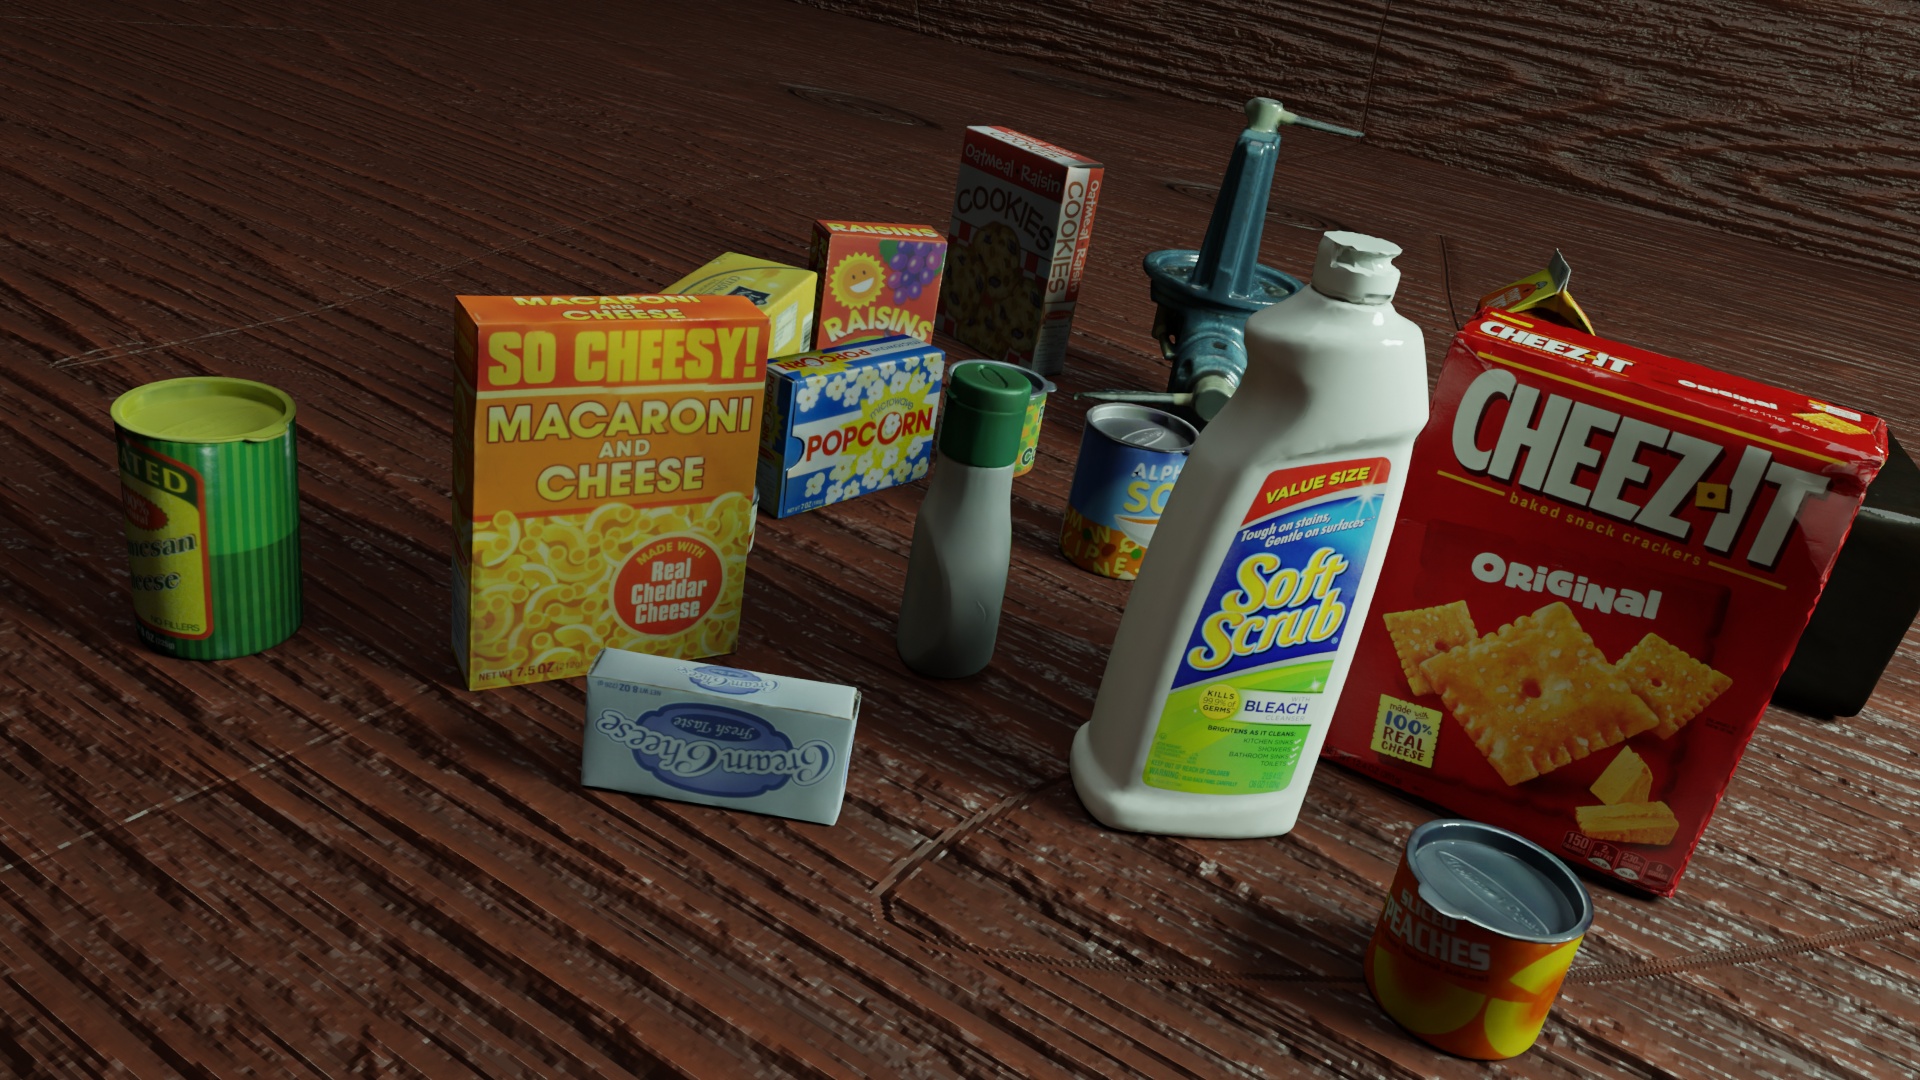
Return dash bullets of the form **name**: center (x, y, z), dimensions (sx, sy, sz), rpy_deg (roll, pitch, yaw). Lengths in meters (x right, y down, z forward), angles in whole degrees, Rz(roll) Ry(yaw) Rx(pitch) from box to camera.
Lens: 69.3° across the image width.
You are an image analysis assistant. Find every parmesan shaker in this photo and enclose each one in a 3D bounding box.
- **parmesan shaker**: center (-0.312, -0.008, 0.583), dimensions (0.071, 0.102, 0.071), rpy_deg (9, 26, -4)

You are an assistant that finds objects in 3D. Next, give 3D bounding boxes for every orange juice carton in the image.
- **orange juice carton**: center (0.355, -0.089, 0.896), dimensions (0.073, 0.191, 0.072), rpy_deg (16, 26, 11)

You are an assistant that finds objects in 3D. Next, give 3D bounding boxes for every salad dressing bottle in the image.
- **salad dressing bottle**: center (0.002, -0.008, 0.650), dimensions (0.044, 0.147, 0.064), rpy_deg (0, 27, -20)

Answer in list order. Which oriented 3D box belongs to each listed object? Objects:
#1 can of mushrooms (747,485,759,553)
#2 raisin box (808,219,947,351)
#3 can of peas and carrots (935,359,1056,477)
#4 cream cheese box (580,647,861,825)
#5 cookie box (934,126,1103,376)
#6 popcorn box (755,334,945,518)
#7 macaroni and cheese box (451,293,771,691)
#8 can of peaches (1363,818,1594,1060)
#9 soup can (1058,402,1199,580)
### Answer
- **can of mushrooms**: center (-0.141, -0.015, 0.741), dimensions (0.071, 0.033, 0.071), rpy_deg (8, 26, -4)
- **raisin box**: center (-0.062, -0.153, 0.948), dimensions (0.086, 0.122, 0.040), rpy_deg (-2, 28, -24)
- **can of peas and carrots**: center (0.022, -0.079, 0.904), dimensions (0.071, 0.058, 0.071), rpy_deg (8, 26, -4)
- **cream cheese box**: center (-0.094, 0.078, 0.547), dimensions (0.104, 0.053, 0.024), rpy_deg (9, 25, -2)
- **cookie box**: center (0.043, -0.228, 1.091), dimensions (0.040, 0.166, 0.123), rpy_deg (-12, 33, -38)
- **popcorn box**: center (-0.068, -0.070, 0.821), dimensions (0.038, 0.084, 0.127), rpy_deg (29, 31, 33)
- **macaroni and cheese box**: center (-0.153, -0.023, 0.600), dimensions (0.124, 0.165, 0.040), rpy_deg (-6, 30, -31)
- **can of peaches**: center (0.186, 0.146, 0.508), dimensions (0.071, 0.057, 0.071), rpy_deg (8, 26, -4)
- **soup can**: center (0.098, -0.027, 0.798), dimensions (0.071, 0.083, 0.071), rpy_deg (8, 26, -4)
